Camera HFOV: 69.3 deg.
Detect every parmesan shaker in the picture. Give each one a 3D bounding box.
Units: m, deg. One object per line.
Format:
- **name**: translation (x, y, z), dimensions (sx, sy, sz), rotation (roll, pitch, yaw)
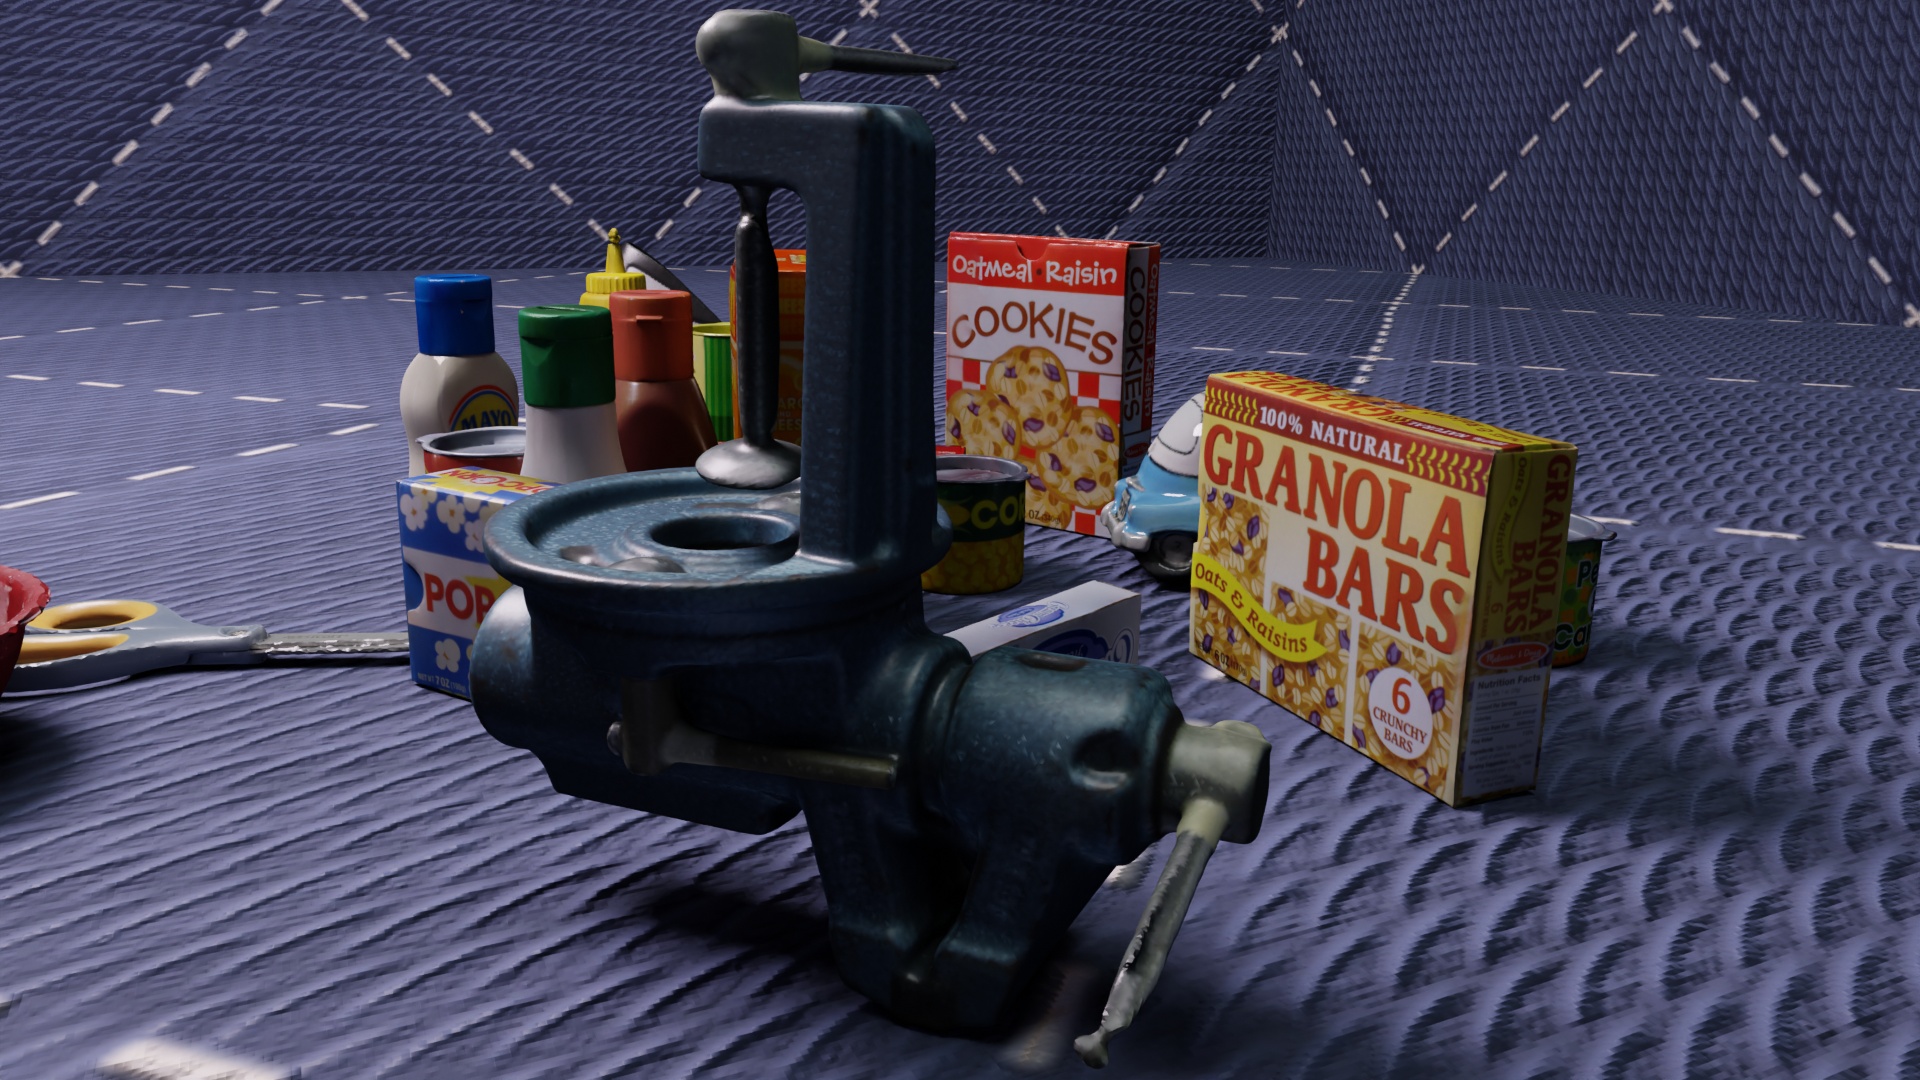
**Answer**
- **parmesan shaker**: translation (-0.143, -0.085, 0.892), dimensions (0.071, 0.102, 0.071), rotation (1, 15, 0)

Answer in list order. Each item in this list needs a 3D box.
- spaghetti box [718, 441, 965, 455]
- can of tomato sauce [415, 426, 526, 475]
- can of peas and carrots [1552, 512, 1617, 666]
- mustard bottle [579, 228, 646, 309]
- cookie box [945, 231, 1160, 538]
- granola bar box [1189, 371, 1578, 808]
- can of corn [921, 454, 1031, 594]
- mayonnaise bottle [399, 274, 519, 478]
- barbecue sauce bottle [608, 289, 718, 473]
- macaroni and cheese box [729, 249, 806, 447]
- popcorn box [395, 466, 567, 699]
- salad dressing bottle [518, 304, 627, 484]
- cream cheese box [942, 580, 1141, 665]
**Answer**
- **spaghetti box**: translation (-0.122, -0.029, 0.789), dimensions (0.250, 0.050, 0.029), rotation (1, 15, -1)
- **can of tomato sauce**: translation (-0.210, -0.006, 0.634), dimensions (0.071, 0.082, 0.071), rotation (1, 15, 0)
- **can of peas and carrots**: translation (0.251, 0.019, 0.620), dimensions (0.071, 0.058, 0.071), rotation (1, 15, 0)
- **mustard bottle**: translation (-0.233, -0.133, 0.952), dimensions (0.049, 0.159, 0.065), rotation (14, 20, 42)
- **cookie box**: translation (0.050, -0.093, 0.812), dimensions (0.123, 0.167, 0.040), rotation (11, 18, 34)
- **granola bar box**: translation (0.149, 0.009, 0.527), dimensions (0.039, 0.123, 0.166), rotation (-5, 16, -23)
- **can of corn**: translation (0.003, -0.009, 0.707), dimensions (0.071, 0.058, 0.071), rotation (1, 15, 0)
- **mayonnaise bottle**: translation (-0.252, -0.059, 0.703), dimensions (0.041, 0.147, 0.065), rotation (10, 17, 32)
- **barbecue sauce bottle**: translation (-0.139, -0.039, 0.637), dimensions (0.065, 0.148, 0.044), rotation (-1, 15, -9)
- **macaroni and cheese box**: translation (-0.079, -0.040, 0.610), dimensions (0.040, 0.166, 0.124), rotation (-1, 15, -8)
- **popcorn box**: translation (-0.157, 0.022, 0.530), dimensions (0.127, 0.085, 0.038), rotation (10, 17, 30)
- **salad dressing bottle**: translation (-0.160, -0.022, 0.576), dimensions (0.064, 0.147, 0.044), rotation (9, 17, 26)
- **cream cheese box**: translation (0.026, 0.052, 0.496), dimensions (0.024, 0.053, 0.104), rotation (13, 19, 39)
